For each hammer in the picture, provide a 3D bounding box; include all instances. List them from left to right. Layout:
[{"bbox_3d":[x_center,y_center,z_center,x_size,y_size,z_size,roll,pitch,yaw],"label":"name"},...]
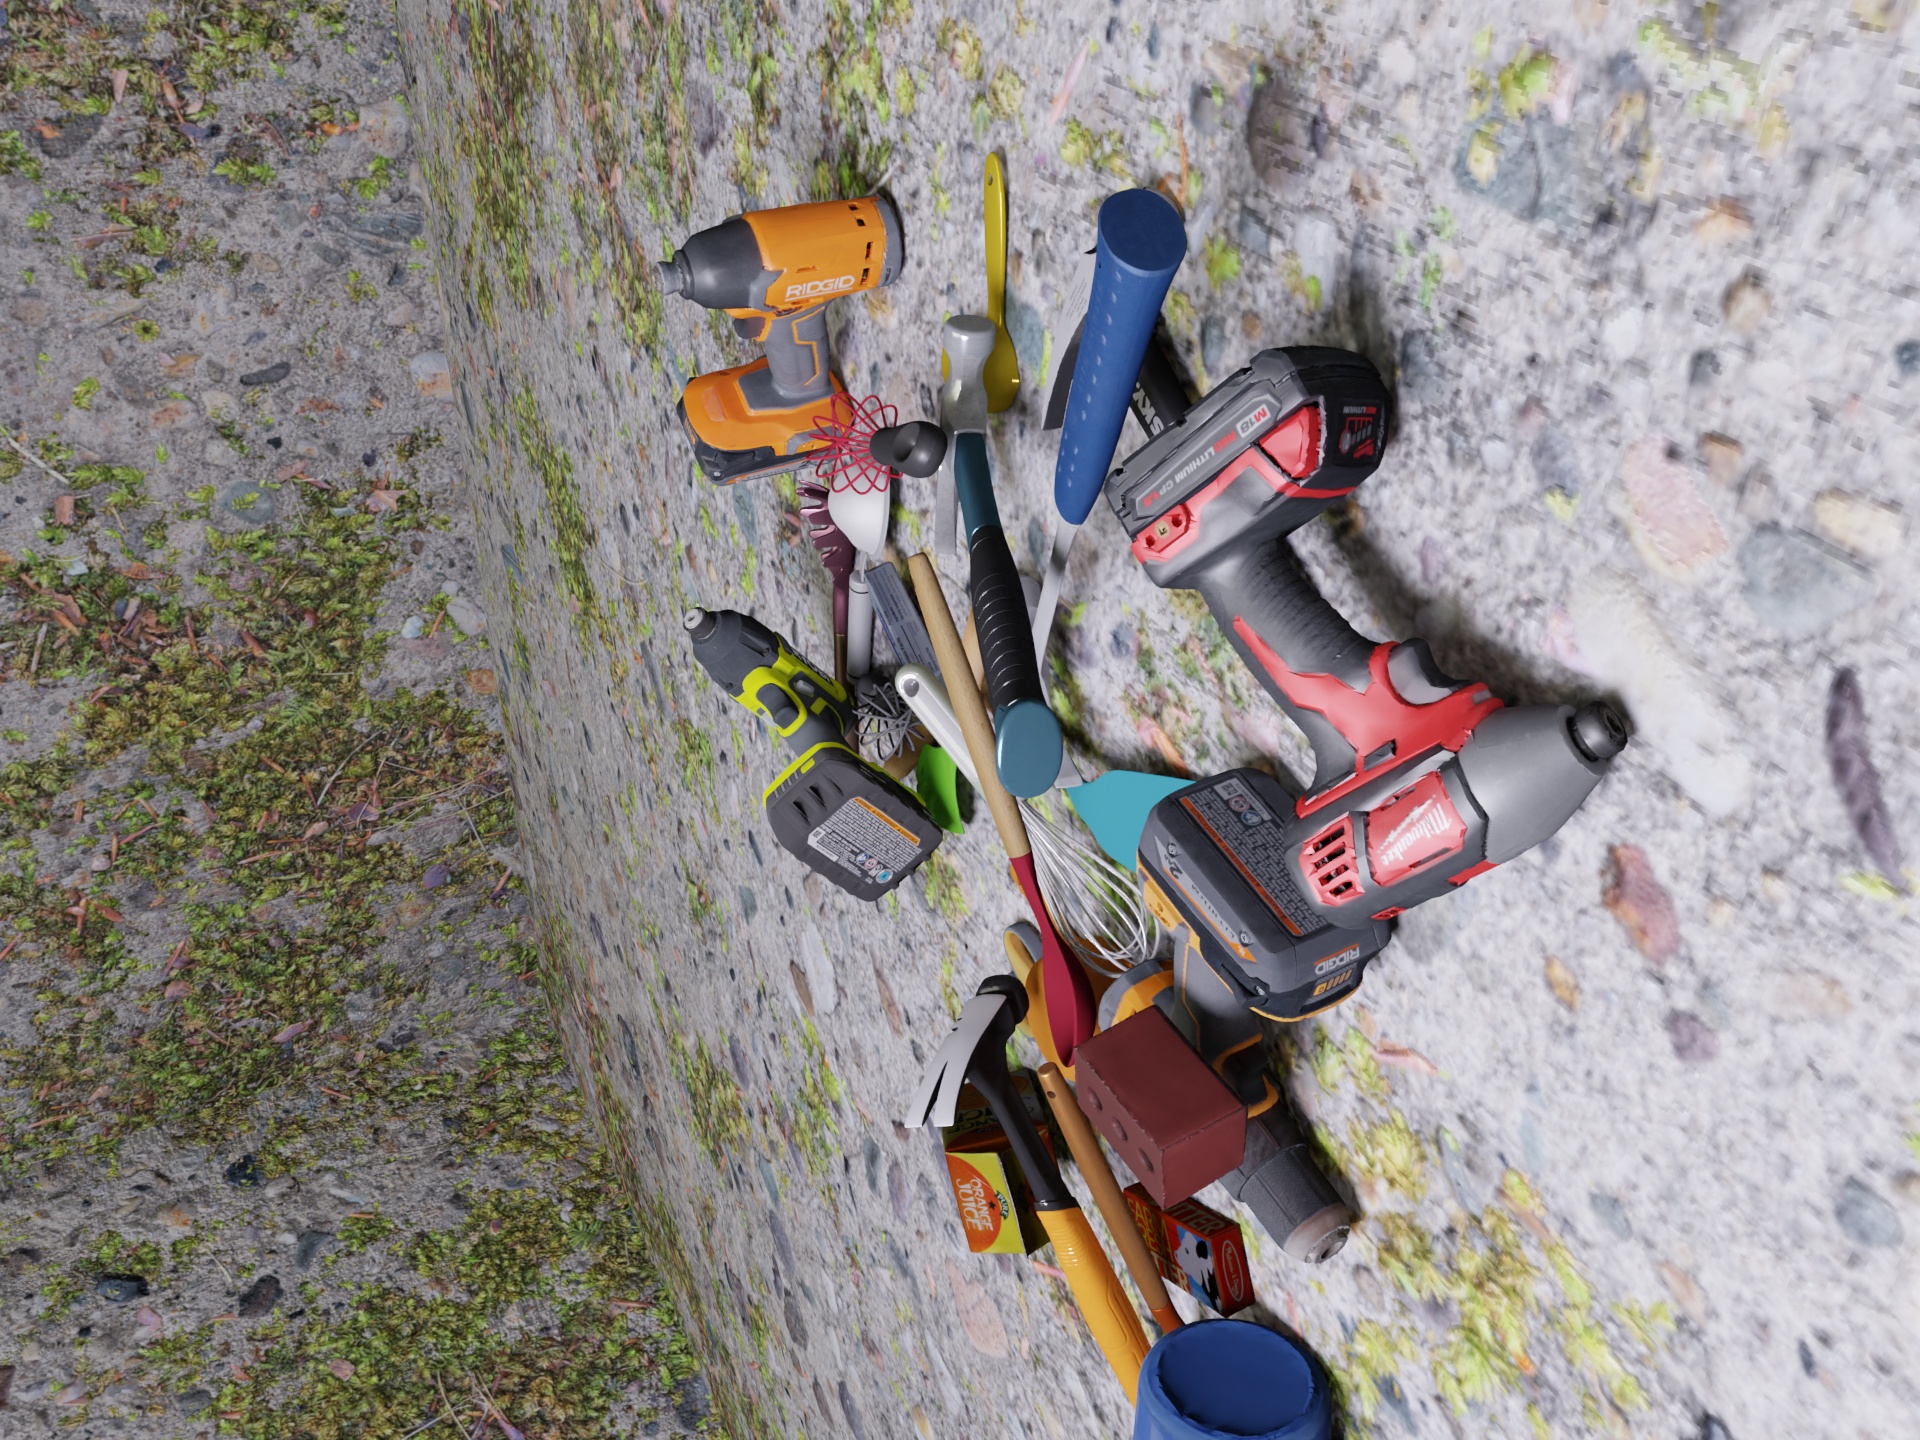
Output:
[{"bbox_3d":[0.015,-0.083,0.824,0.331,0.033,0.128,-98,10,-51],"label":"hammer"},{"bbox_3d":[0.068,0.330,1.003,0.034,0.127,0.336,-13,113,31],"label":"hammer"},{"bbox_3d":[0.056,-0.098,0.792,0.405,0.035,0.144,100,163,-65],"label":"hammer"},{"bbox_3d":[0.131,-0.084,0.769,0.335,0.035,0.146,65,154,21],"label":"hammer"}]

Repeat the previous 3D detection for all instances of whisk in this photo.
[{"bbox_3d":[-0.049,-0.171,0.994,0.296,0.073,0.073,-142,42,-73],"label":"whisk"},{"bbox_3d":[-0.057,-0.010,1.157,0.239,0.055,0.055,-135,34,-79],"label":"whisk"},{"bbox_3d":[-0.060,0.042,1.255,0.245,0.051,0.047,-49,53,58],"label":"whisk"},{"bbox_3d":[0.037,0.058,0.979,0.057,0.059,0.246,-47,72,24],"label":"whisk"}]

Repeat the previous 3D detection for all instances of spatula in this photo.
[{"bbox_3d":[0.060,0.013,0.999,0.318,0.044,0.082,-133,35,-55],"label":"spatula"},{"bbox_3d":[0.110,0.344,0.972,0.081,0.041,0.322,-11,114,35],"label":"spatula"}]

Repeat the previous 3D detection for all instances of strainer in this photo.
[{"bbox_3d":[-0.076,-0.111,1.207,0.258,0.050,0.087,96,165,-45],"label":"strainer"}]

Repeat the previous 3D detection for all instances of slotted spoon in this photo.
[{"bbox_3d":[-0.002,-0.003,1.054,0.313,0.031,0.070,103,145,-61],"label":"slotted spoon"}]

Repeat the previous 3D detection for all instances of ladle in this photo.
[{"bbox_3d":[0.025,0.053,0.922,0.069,0.031,0.315,-155,45,-76],"label":"ladle"}]

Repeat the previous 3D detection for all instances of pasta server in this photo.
[{"bbox_3d":[-0.103,-0.049,1.300,0.060,0.040,0.316,-117,23,-54],"label":"pasta server"}]

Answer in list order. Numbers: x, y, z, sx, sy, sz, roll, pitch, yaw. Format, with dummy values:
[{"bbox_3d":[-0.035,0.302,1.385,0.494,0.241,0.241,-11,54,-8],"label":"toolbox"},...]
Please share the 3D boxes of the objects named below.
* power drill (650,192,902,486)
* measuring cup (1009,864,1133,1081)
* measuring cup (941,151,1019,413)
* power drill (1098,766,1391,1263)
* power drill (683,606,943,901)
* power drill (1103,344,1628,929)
[{"bbox_3d":[-0.139,-0.262,1.104,0.084,0.164,0.226,65,156,21],"label":"power drill"},{"bbox_3d":[0.058,0.161,1.046,0.174,0.052,0.095,52,148,38],"label":"measuring cup"},{"bbox_3d":[0.009,-0.255,0.941,0.062,0.029,0.156,47,146,47],"label":"measuring cup"},{"bbox_3d":[0.150,0.159,0.818,0.186,0.084,0.226,53,152,37],"label":"power drill"},{"bbox_3d":[-0.114,0.014,1.150,0.171,0.080,0.223,40,-170,-46],"label":"power drill"},{"bbox_3d":[0.164,-0.037,0.652,0.143,0.078,0.220,-36,74,39],"label":"power drill"}]
